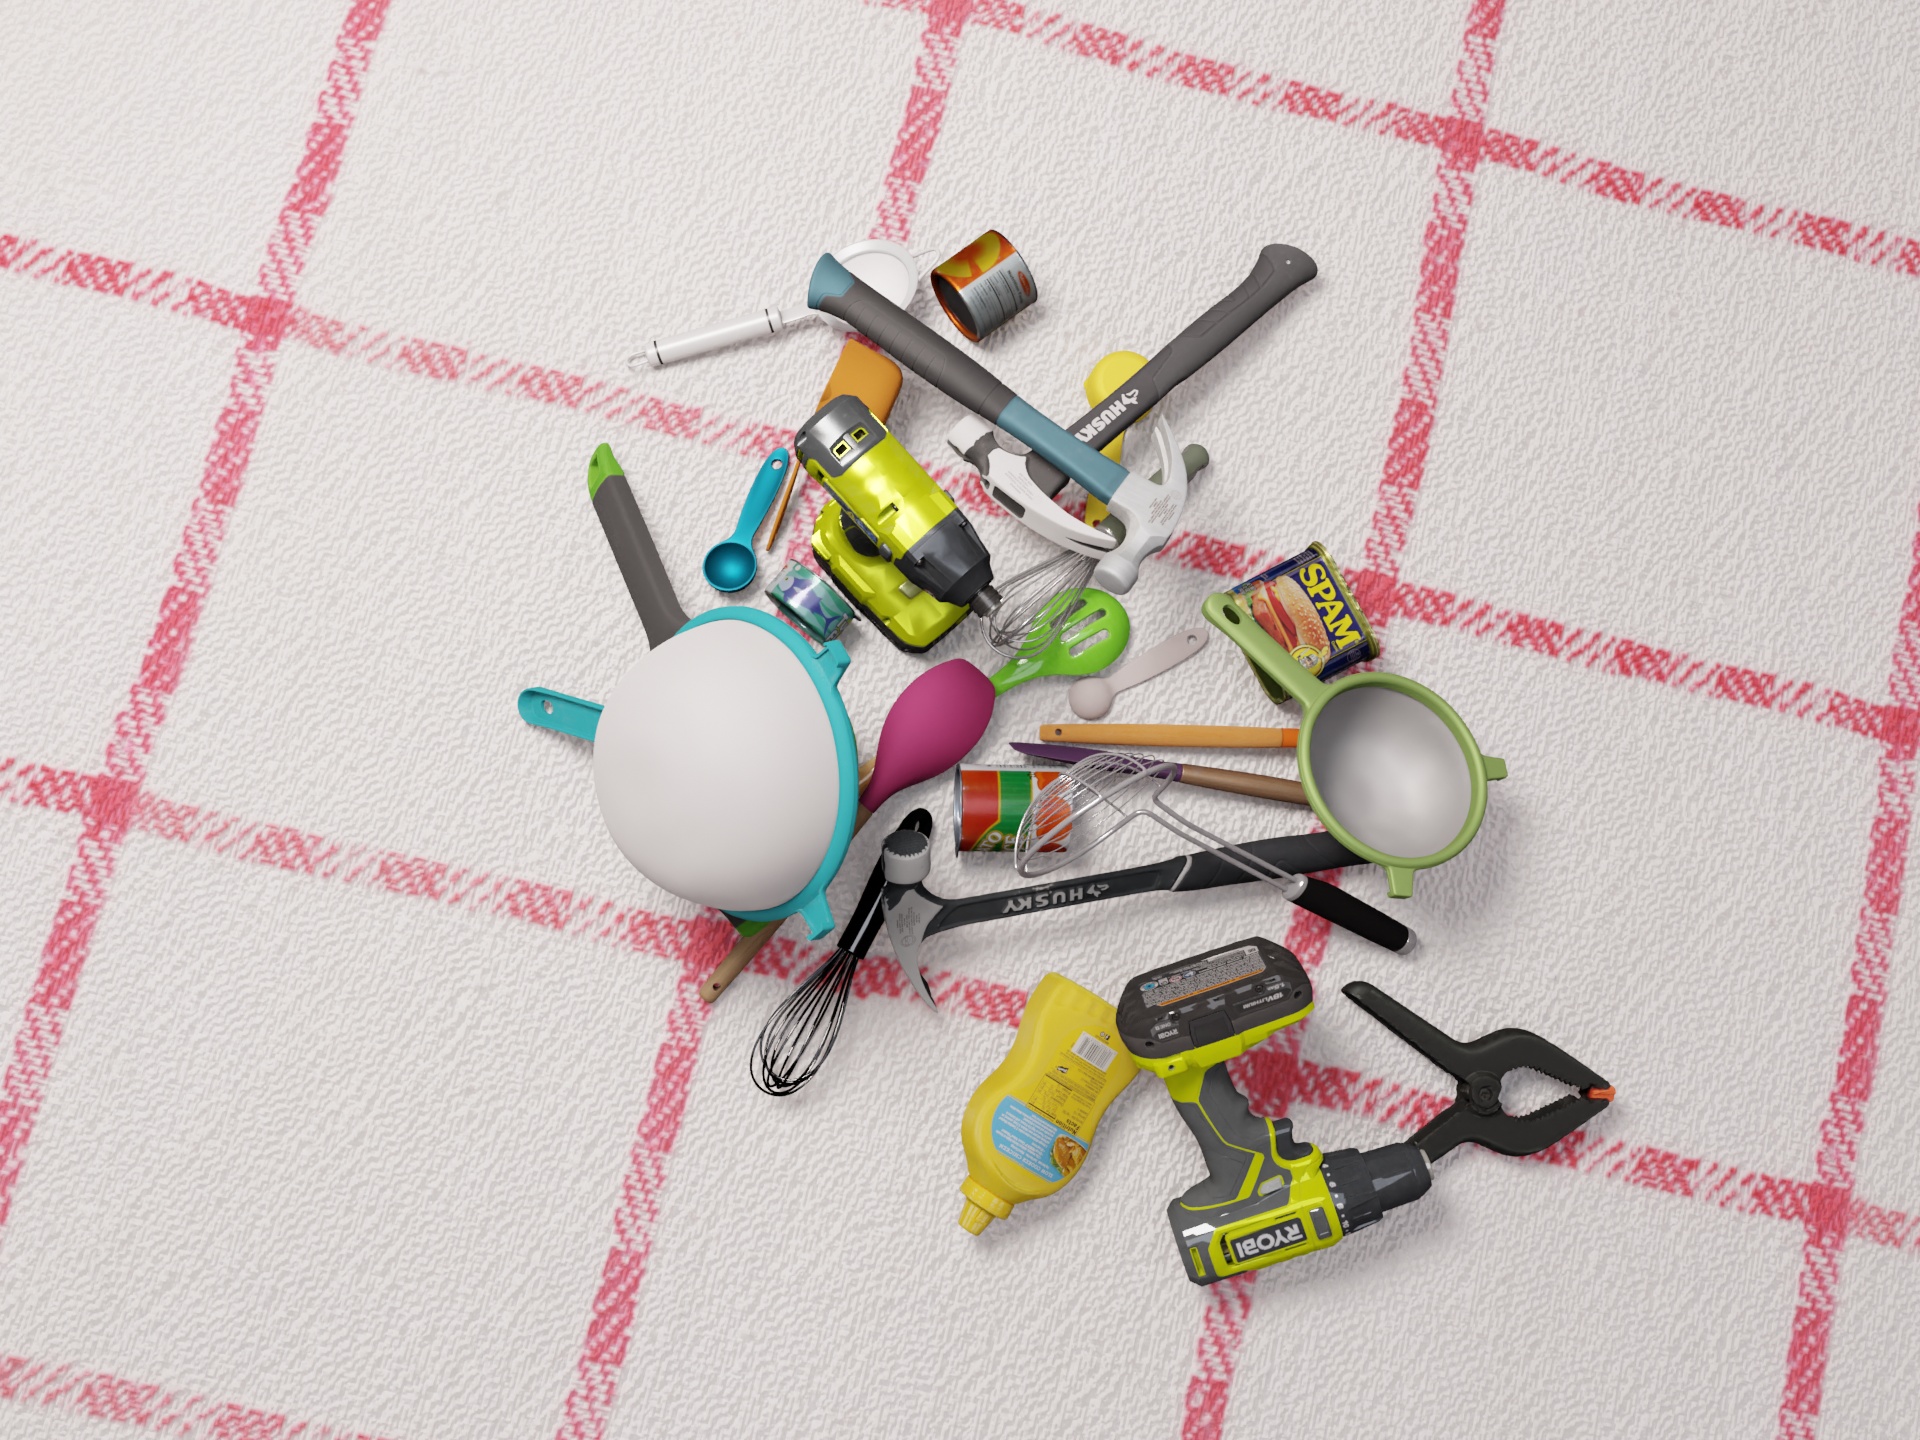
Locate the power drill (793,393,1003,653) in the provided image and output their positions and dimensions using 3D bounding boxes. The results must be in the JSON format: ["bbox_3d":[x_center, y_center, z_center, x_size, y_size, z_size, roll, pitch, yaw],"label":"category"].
[{"bbox_3d":[-0.042,-0.124,1.126,0.080,0.223,0.171,-42,87,-8],"label":"power drill"}]

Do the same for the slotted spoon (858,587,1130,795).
[{"bbox_3d":[-0.002,-0.004,1.214,0.314,0.031,0.070,-35,80,-6],"label":"slotted spoon"}]

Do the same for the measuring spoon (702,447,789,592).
[{"bbox_3d":[-0.160,-0.153,1.230,0.042,0.021,0.129,19,72,9],"label":"measuring spoon"}]

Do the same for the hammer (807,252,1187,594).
[{"bbox_3d":[0.022,-0.233,1.159,0.331,0.033,0.128,36,71,6],"label":"hammer"}]

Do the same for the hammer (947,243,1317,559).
[{"bbox_3d":[0.157,-0.261,1.222,0.335,0.035,0.146,-41,81,-18],"label":"hammer"}]

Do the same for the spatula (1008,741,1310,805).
[{"bbox_3d":[0.191,0.044,1.214,0.316,0.060,0.018,10,98,-8],"label":"spatula"}]

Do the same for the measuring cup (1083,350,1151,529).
[{"bbox_3d":[0.120,-0.217,1.248,0.062,0.029,0.156,11,80,-3],"label":"measuring cup"}]

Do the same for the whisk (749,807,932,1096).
[{"bbox_3d":[-0.084,0.168,1.176,0.055,0.055,0.239,29,77,0],"label":"whisk"}]

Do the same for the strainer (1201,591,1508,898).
[{"bbox_3d":[0.266,0.008,1.172,0.256,0.069,0.151,44,64,5],"label":"strainer"}]

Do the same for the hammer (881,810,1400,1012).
[{"bbox_3d":[0.143,0.122,1.181,0.409,0.036,0.149,-8,122,-12],"label":"hammer"}]

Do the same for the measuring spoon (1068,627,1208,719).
[{"bbox_3d":[0.140,-0.040,1.232,0.124,0.018,0.034,-30,86,-7],"label":"measuring spoon"}]

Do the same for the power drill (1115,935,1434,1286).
[{"bbox_3d":[0.221,0.277,1.132,0.190,0.080,0.228,-19,103,3],"label":"power drill"}]

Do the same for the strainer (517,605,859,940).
[{"bbox_3d":[-0.220,0.022,1.067,0.340,0.095,0.211,14,105,38],"label":"strainer"}]

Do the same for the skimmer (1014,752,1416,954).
[{"bbox_3d":[0.196,0.118,1.120,0.363,0.127,0.090,27,37,-25],"label":"skimmer"}]

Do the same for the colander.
[{"bbox_3d":[-0.173,-0.041,1.171,0.094,0.204,0.397,-7,63,-40],"label":"colander"}]

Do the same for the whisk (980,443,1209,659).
[{"bbox_3d":[0.107,-0.134,1.219,0.246,0.058,0.059,-43,90,-18],"label":"whisk"}]

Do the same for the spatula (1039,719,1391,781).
[{"bbox_3d":[0.222,0.015,1.230,0.322,0.041,0.081,1,83,0],"label":"spatula"}]

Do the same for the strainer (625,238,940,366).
[{"bbox_3d":[-0.137,-0.315,1.239,0.258,0.050,0.087,-16,64,0],"label":"strainer"}]

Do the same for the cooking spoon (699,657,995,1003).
[{"bbox_3d":[-0.087,0.085,1.185,0.068,0.017,0.319,40,87,-10],"label":"cooking spoon"}]

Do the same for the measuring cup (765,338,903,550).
[{"bbox_3d":[-0.095,-0.201,1.215,0.052,0.095,0.173,22,100,-6],"label":"measuring cup"}]
